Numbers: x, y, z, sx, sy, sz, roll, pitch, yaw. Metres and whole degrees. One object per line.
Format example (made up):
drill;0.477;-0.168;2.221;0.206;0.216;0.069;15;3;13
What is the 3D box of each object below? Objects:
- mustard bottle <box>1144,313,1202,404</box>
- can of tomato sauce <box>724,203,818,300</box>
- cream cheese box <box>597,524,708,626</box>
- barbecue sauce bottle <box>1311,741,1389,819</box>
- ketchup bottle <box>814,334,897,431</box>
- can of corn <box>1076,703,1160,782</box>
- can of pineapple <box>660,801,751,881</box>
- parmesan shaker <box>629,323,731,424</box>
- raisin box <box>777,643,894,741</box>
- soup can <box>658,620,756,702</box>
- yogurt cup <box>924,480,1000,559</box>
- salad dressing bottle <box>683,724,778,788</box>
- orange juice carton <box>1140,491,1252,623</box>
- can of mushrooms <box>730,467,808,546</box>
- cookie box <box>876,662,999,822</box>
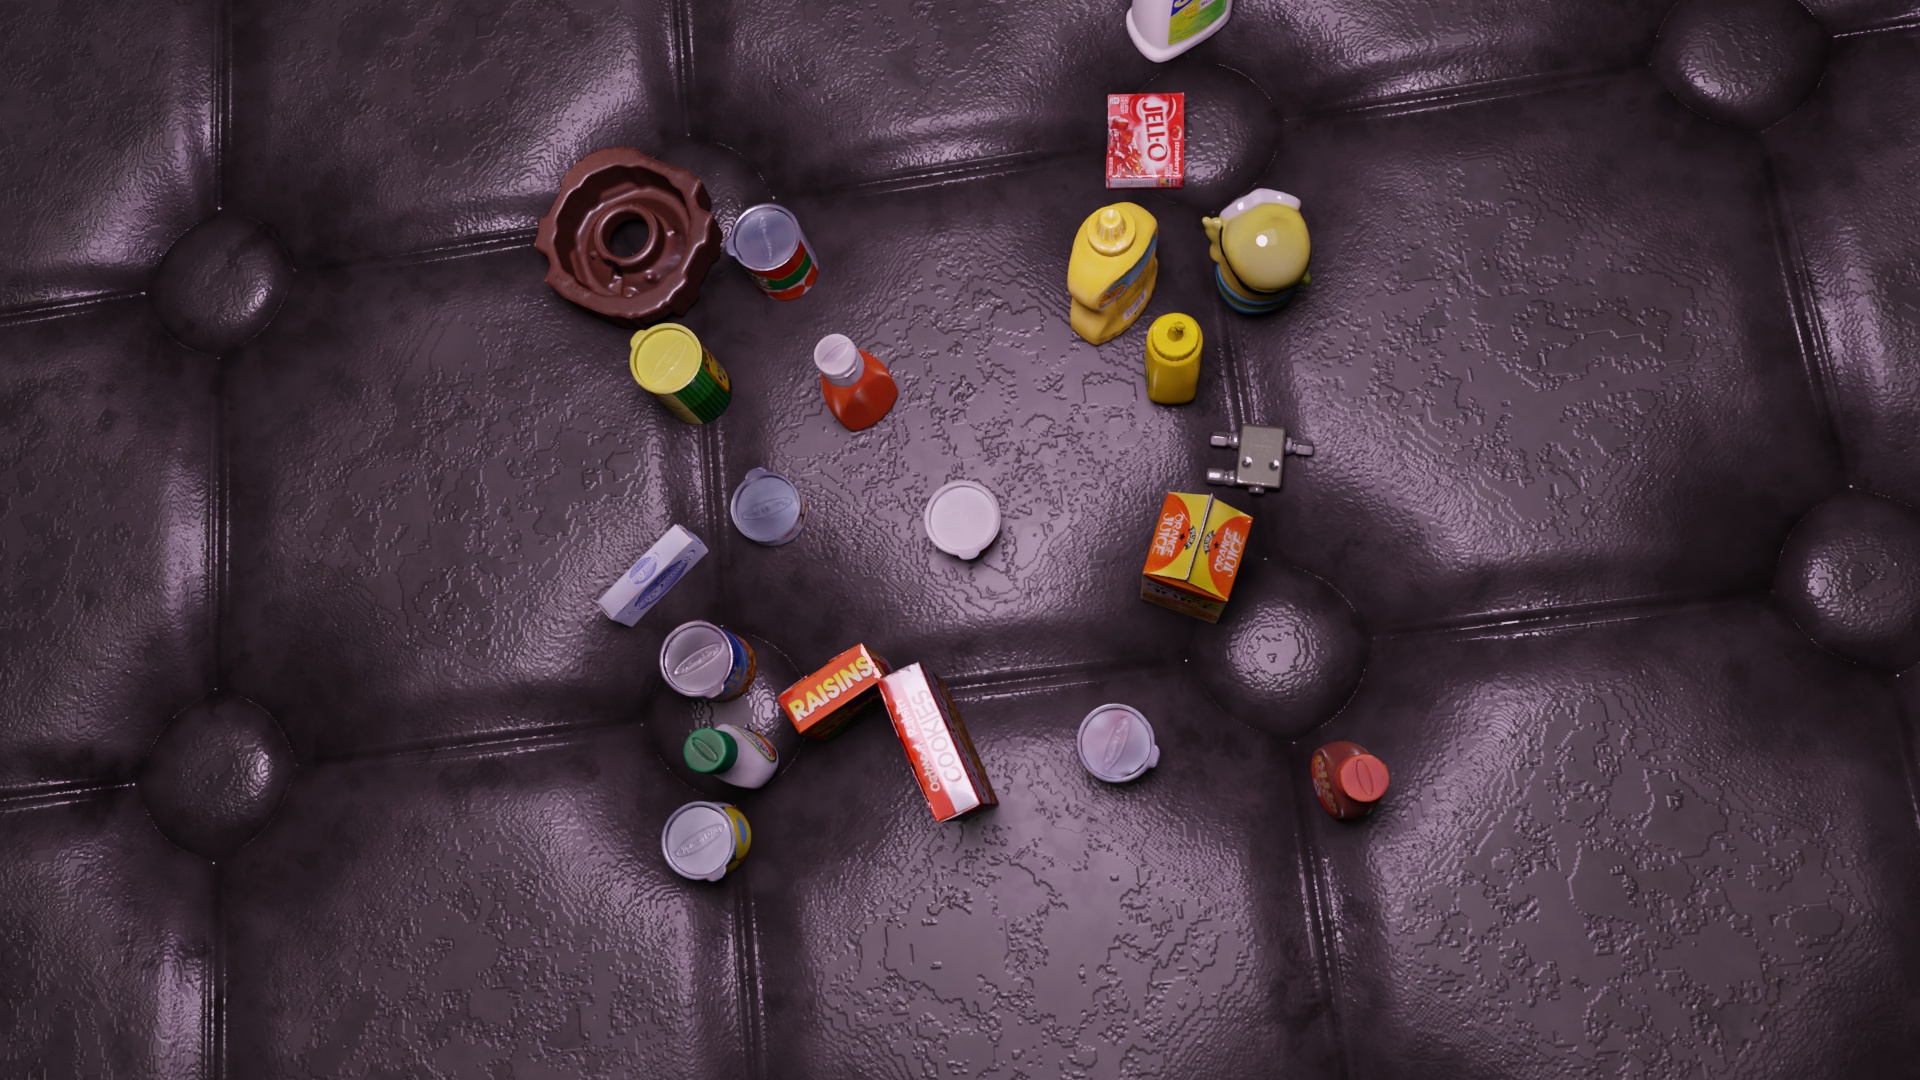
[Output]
mustard bottle;0.185;-0.165;1.211;0.049;0.160;0.065;0;79;7
can of tomato sauce;-0.177;-0.270;1.315;0.071;0.083;0.071;-1;79;7
cream cheese box;-0.283;0.032;1.280;0.024;0.053;0.104;44;87;13
barbecue sauce bottle;0.317;0.194;1.128;0.044;0.148;0.065;-15;78;4
ketchup bottle;-0.097;-0.144;1.246;0.065;0.148;0.043;-41;77;-2
can of corn;0.137;0.177;1.199;0.071;0.058;0.071;-1;79;7
can of pineapple;-0.223;0.265;1.224;0.071;0.058;0.071;-1;79;7
parmesan shaker;-0.259;-0.155;1.291;0.071;0.103;0.071;-1;79;7
raisin box;-0.100;0.132;1.203;0.086;0.123;0.040;-33;77;0
soup can;-0.223;0.112;1.242;0.071;0.083;0.071;-1;79;7
yogurt cup;0.004;-0.016;1.256;0.072;0.054;0.072;-1;79;7
salad dressing bottle;-0.198;0.183;1.191;0.064;0.147;0.044;40;86;12
orange juice carton;0.195;0.014;1.156;0.073;0.192;0.072;18;82;10
can of mushrooms;-0.177;-0.031;1.291;0.071;0.033;0.071;-1;79;7
cookie box;-0.017;0.172;1.162;0.040;0.167;0.123;-25;77;2
